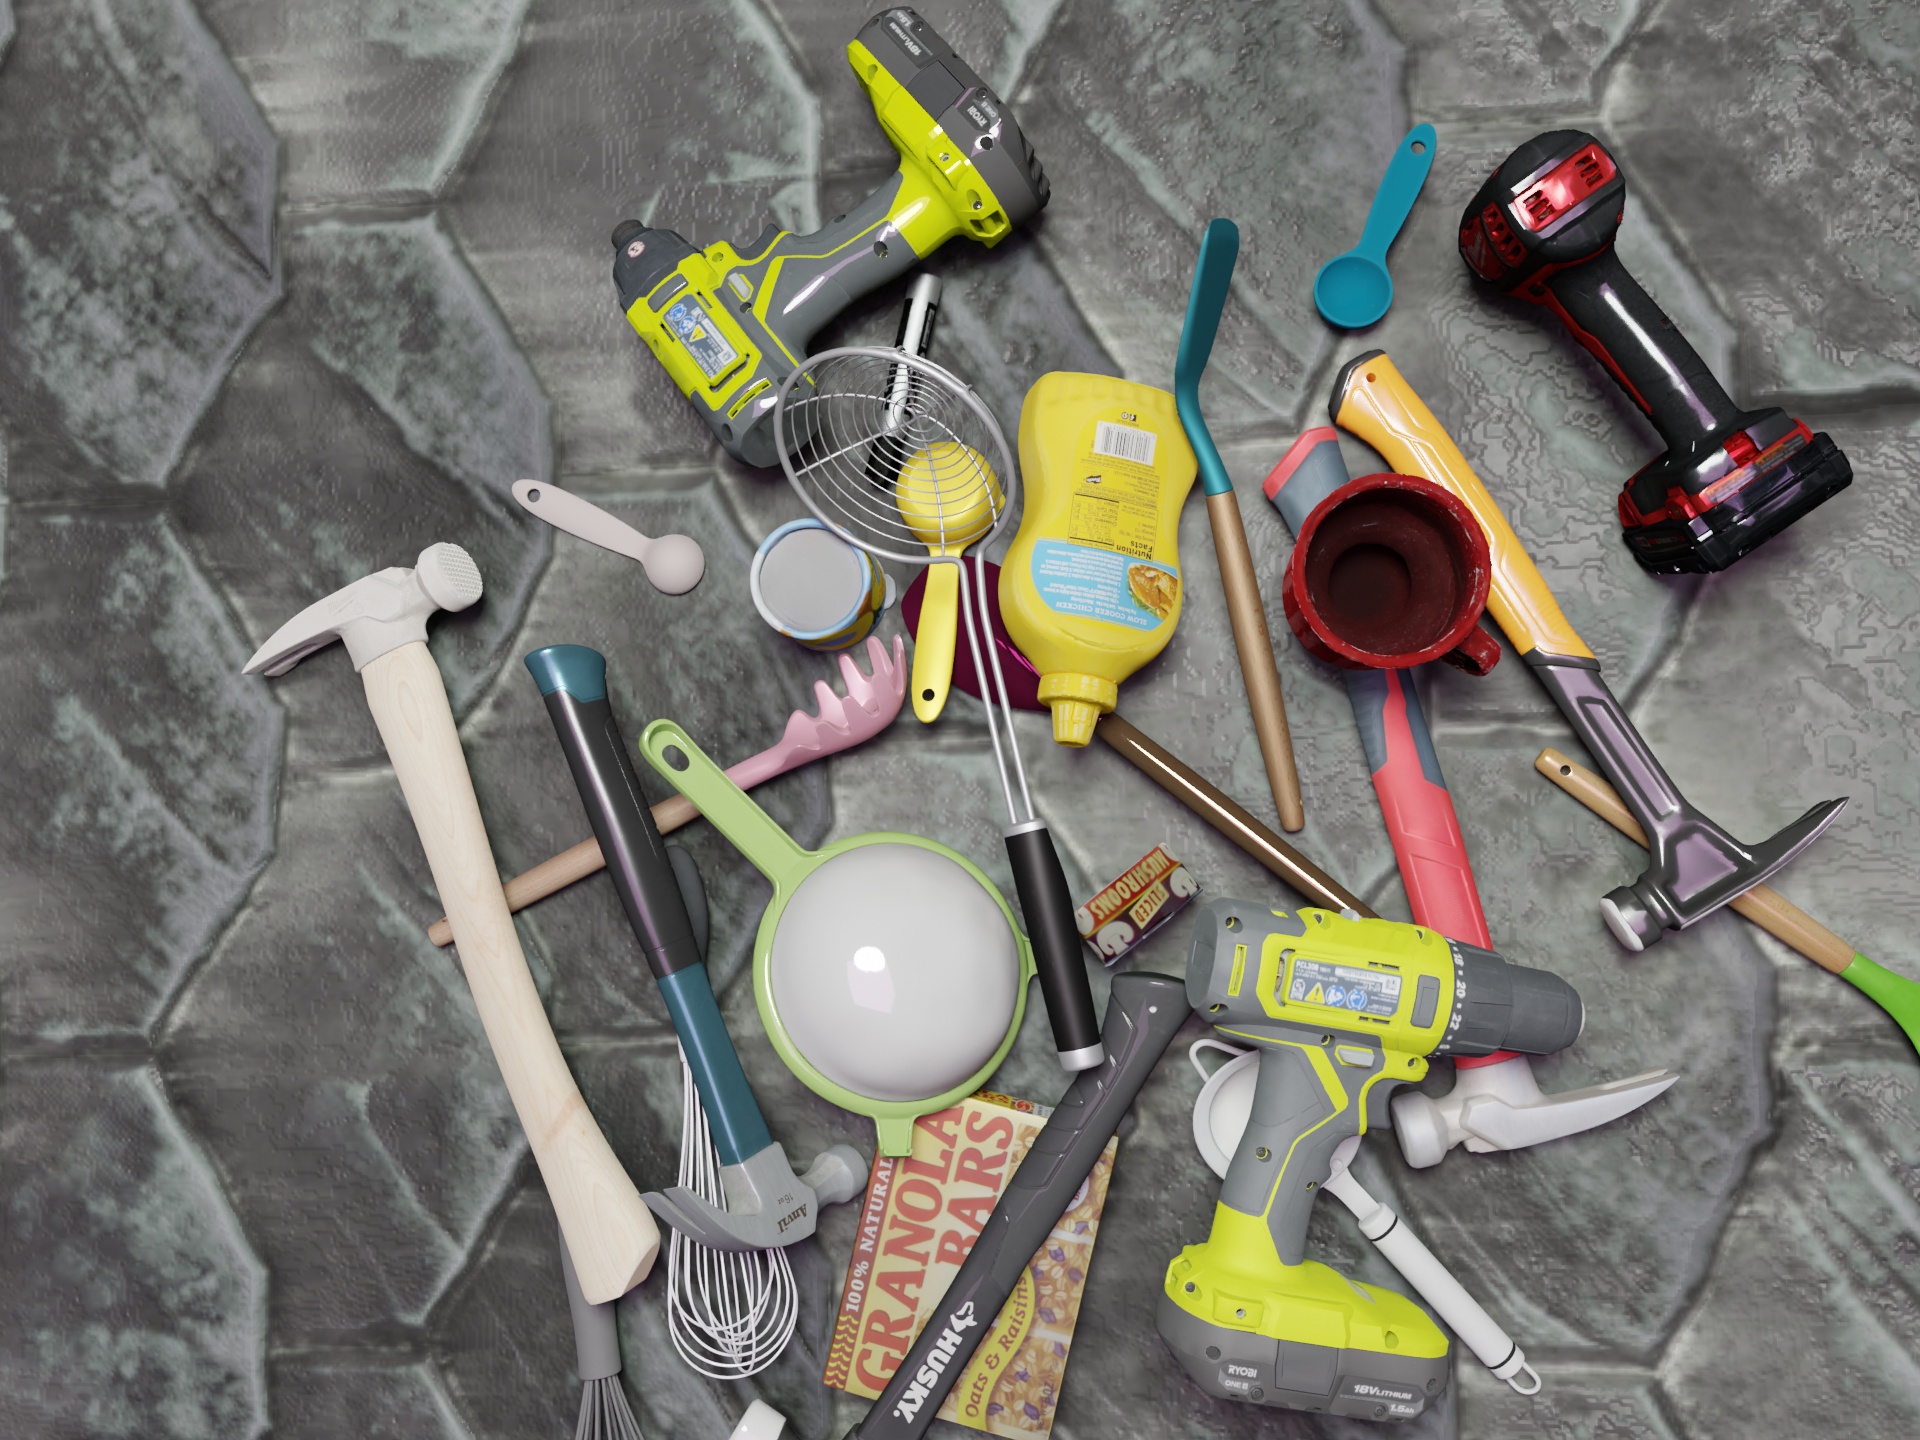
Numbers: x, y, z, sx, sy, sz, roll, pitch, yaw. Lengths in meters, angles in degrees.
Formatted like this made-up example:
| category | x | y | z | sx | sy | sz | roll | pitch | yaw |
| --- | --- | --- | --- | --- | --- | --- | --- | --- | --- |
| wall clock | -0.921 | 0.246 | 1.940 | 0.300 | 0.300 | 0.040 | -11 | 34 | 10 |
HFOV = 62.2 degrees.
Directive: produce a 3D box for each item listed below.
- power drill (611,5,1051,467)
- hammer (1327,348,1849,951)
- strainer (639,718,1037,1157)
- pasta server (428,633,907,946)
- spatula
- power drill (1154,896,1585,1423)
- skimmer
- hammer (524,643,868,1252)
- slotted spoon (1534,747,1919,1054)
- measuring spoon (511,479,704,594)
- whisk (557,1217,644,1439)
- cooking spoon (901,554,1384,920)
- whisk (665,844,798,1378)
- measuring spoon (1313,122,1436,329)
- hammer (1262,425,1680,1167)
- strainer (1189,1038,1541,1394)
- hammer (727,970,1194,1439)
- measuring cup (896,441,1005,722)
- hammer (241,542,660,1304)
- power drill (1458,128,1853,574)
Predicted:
| category | x | y | z | sx | sy | sz | roll | pitch | yaw |
| --- | --- | --- | --- | --- | --- | --- | --- | --- | --- |
| power drill | -0.079 | -0.267 | 0.861 | 0.223 | 0.080 | 0.171 | -39 | 68 | 6 |
| hammer | 0.305 | -0.055 | 0.825 | 0.127 | 0.034 | 0.337 | -33 | 80 | 3 |
| strainer | -0.063 | 0.086 | 0.809 | 0.256 | 0.069 | 0.151 | 45 | 64 | -2 |
| pasta server | -0.162 | 0.045 | 0.879 | 0.316 | 0.060 | 0.040 | -27 | 115 | 7 |
| spatula | 0.151 | -0.095 | 0.826 | 0.044 | 0.082 | 0.317 | -10 | 100 | 22 |
| power drill | 0.194 | 0.208 | 0.771 | 0.190 | 0.080 | 0.228 | 11 | 90 | -6 |
| skimmer | -0.001 | -0.002 | 0.776 | 0.127 | 0.090 | 0.363 | -17 | 84 | 39 |
| hammer | -0.150 | 0.116 | 0.823 | 0.033 | 0.128 | 0.331 | -23 | 88 | 35 |
| slotted spoon | 0.434 | 0.107 | 0.819 | 0.314 | 0.031 | 0.070 | 35 | 91 | 8 |
| measuring spoon | -0.203 | -0.108 | 0.901 | 0.124 | 0.018 | 0.034 | 26 | 90 | 7 |
| whisk | -0.196 | 0.354 | 0.864 | 0.055 | 0.055 | 0.239 | -9 | 83 | 5 |
| cooking spoon | 0.096 | 0.016 | 0.847 | 0.319 | 0.017 | 0.069 | 38 | 91 | 15 |
| whisk | -0.136 | 0.208 | 0.862 | 0.070 | 0.070 | 0.285 | -10 | 81 | 5 |
| measuring spoon | 0.230 | -0.267 | 0.868 | 0.042 | 0.021 | 0.129 | 25 | 81 | 7 |
| hammer | 0.251 | 0.028 | 0.836 | 0.143 | 0.038 | 0.386 | -15 | 86 | 4 |
| strainer | 0.211 | 0.255 | 0.829 | 0.087 | 0.050 | 0.258 | -43 | 90 | 16 |
| hammer | 0.026 | 0.273 | 0.809 | 0.146 | 0.035 | 0.335 | 32 | 90 | 6 |
| measuring cup | -0.012 | -0.077 | 0.861 | 0.062 | 0.029 | 0.157 | 3 | 77 | 11 |
| hammer | -0.267 | 0.117 | 0.866 | 0.146 | 0.038 | 0.411 | -24 | 82 | 15 |
| power drill | 0.329 | -0.183 | 0.794 | 0.078 | 0.143 | 0.219 | -35 | 91 | 7 |
